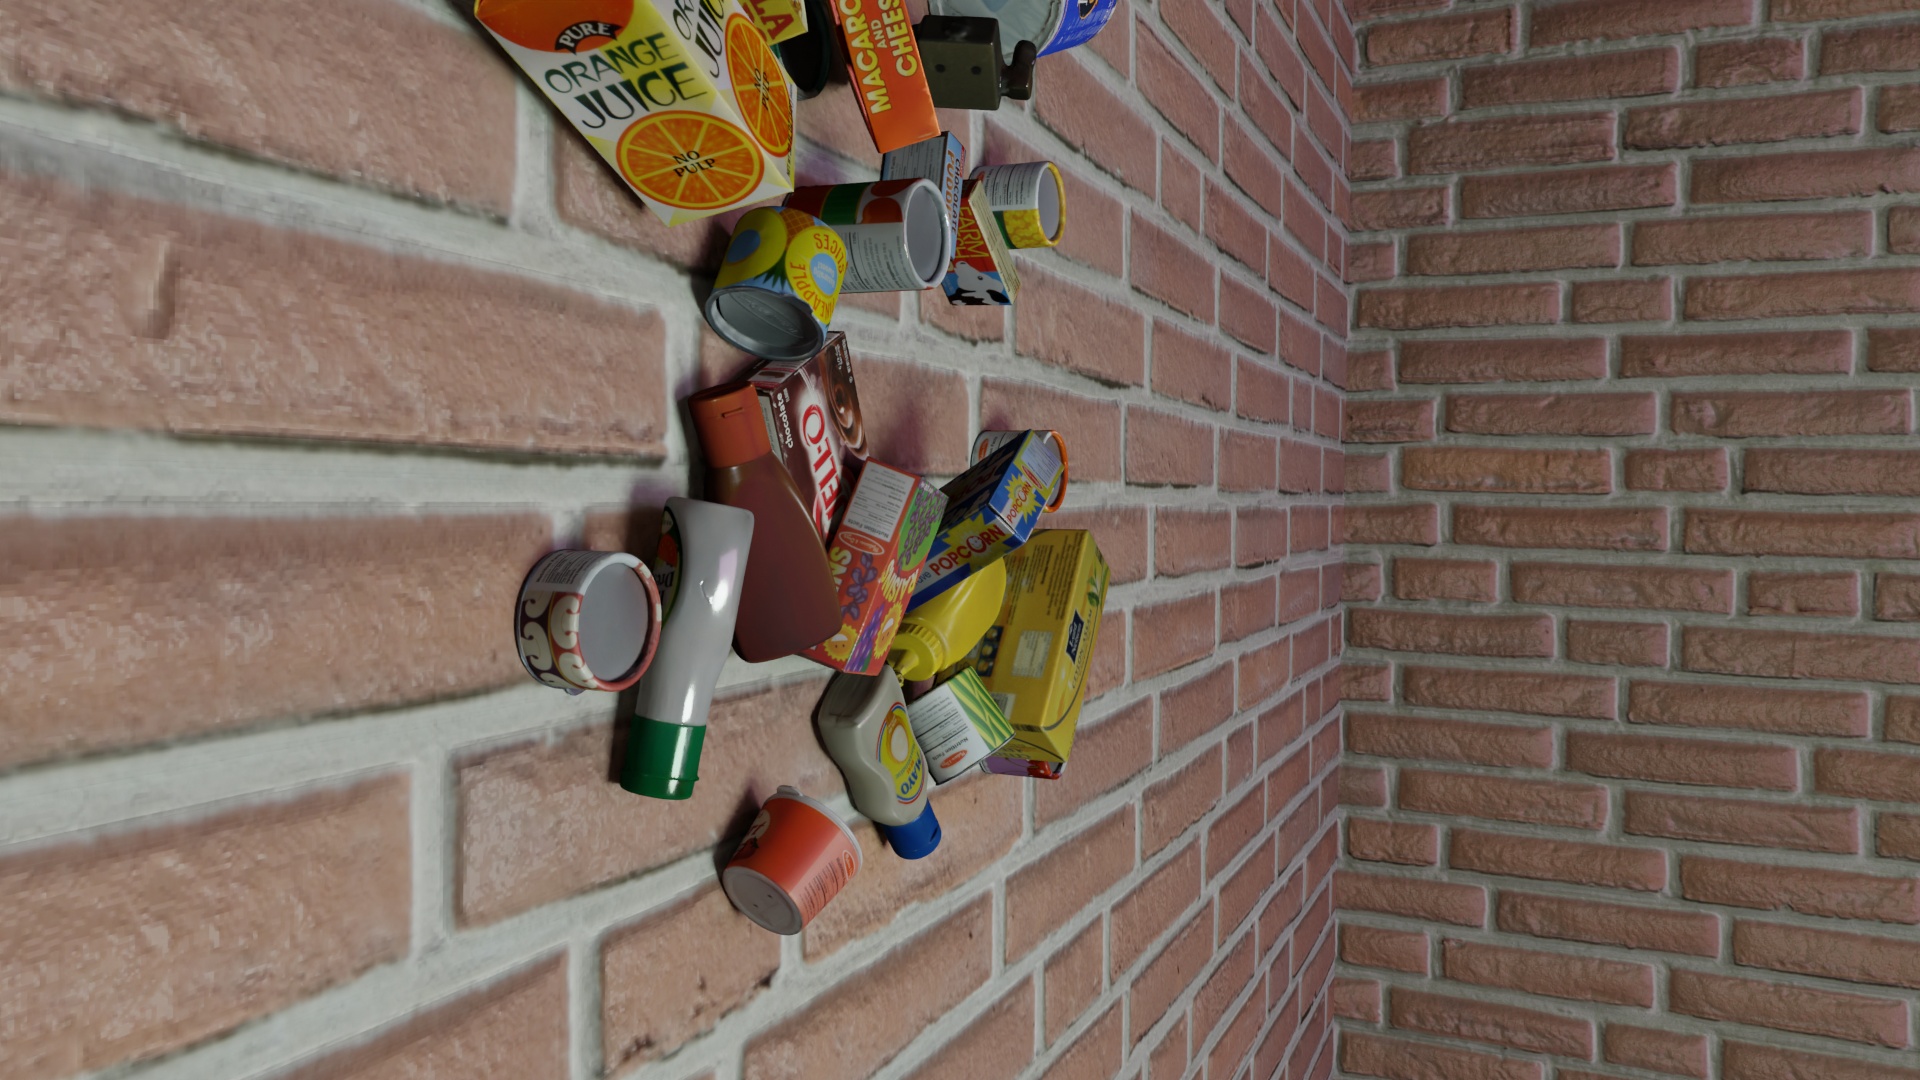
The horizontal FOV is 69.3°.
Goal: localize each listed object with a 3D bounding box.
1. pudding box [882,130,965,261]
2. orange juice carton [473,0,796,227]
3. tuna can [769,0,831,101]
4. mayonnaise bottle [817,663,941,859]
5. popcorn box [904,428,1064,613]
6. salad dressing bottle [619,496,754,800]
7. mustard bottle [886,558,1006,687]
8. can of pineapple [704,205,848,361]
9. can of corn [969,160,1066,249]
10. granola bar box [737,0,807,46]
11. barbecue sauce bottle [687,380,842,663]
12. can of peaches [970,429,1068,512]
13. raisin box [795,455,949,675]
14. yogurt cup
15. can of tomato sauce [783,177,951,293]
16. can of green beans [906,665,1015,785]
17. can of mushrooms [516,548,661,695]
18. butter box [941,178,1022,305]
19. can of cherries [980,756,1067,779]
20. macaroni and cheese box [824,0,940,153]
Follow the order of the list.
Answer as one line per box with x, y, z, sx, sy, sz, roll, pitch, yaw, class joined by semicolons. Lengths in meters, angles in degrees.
-0.028;-0.229;0.932;0.030;0.049;0.084;27;66;-62;pudding box
-0.149;-0.231;0.620;0.192;0.073;0.072;48;35;-57;orange juice carton
-0.102;-0.284;0.785;0.071;0.033;0.071;1;91;-66;tuna can
-0.048;0.150;0.915;0.065;0.041;0.147;-61;143;-42;mayonnaise bottle
0.003;-0.012;0.924;0.038;0.126;0.085;45;42;-14;popcorn box
-0.139;0.054;0.696;0.044;0.064;0.147;12;86;-26;salad dressing bottle
-0.015;0.056;0.974;0.161;0.049;0.065;-48;139;-55;mustard bottle
-0.098;-0.140;0.757;0.070;0.071;0.058;54;43;-53;can of pineapple
0.045;-0.258;1.081;0.071;0.058;0.071;1;91;-65;can of corn
-0.130;-0.336;0.663;0.165;0.039;0.125;56;19;-52;granola bar box
-0.111;-0.011;0.754;0.065;0.044;0.148;-19;110;-19;barbecue sauce bottle
0.048;-0.054;1.099;0.071;0.058;0.071;0;91;-65;can of peaches
-0.054;0.018;0.842;0.086;0.040;0.123;34;78;-78;raisin box
-0.097;0.185;0.785;0.054;0.072;0.072;-50;136;-42;yogurt cup
-0.055;-0.183;0.832;0.071;0.083;0.071;1;91;-66;can of tomato sauce
-0.005;0.127;0.959;0.058;0.071;0.071;57;27;3;can of green beans
-0.171;0.039;0.648;0.071;0.033;0.071;0;91;-66;can of mushrooms
0.003;-0.213;0.997;0.103;0.053;0.024;61;41;-47;butter box
0.052;0.156;1.116;0.071;0.058;0.071;1;91;-66;can of cherries
-0.055;-0.301;0.785;0.167;0.040;0.123;-106;179;-59;macaroni and cheese box
